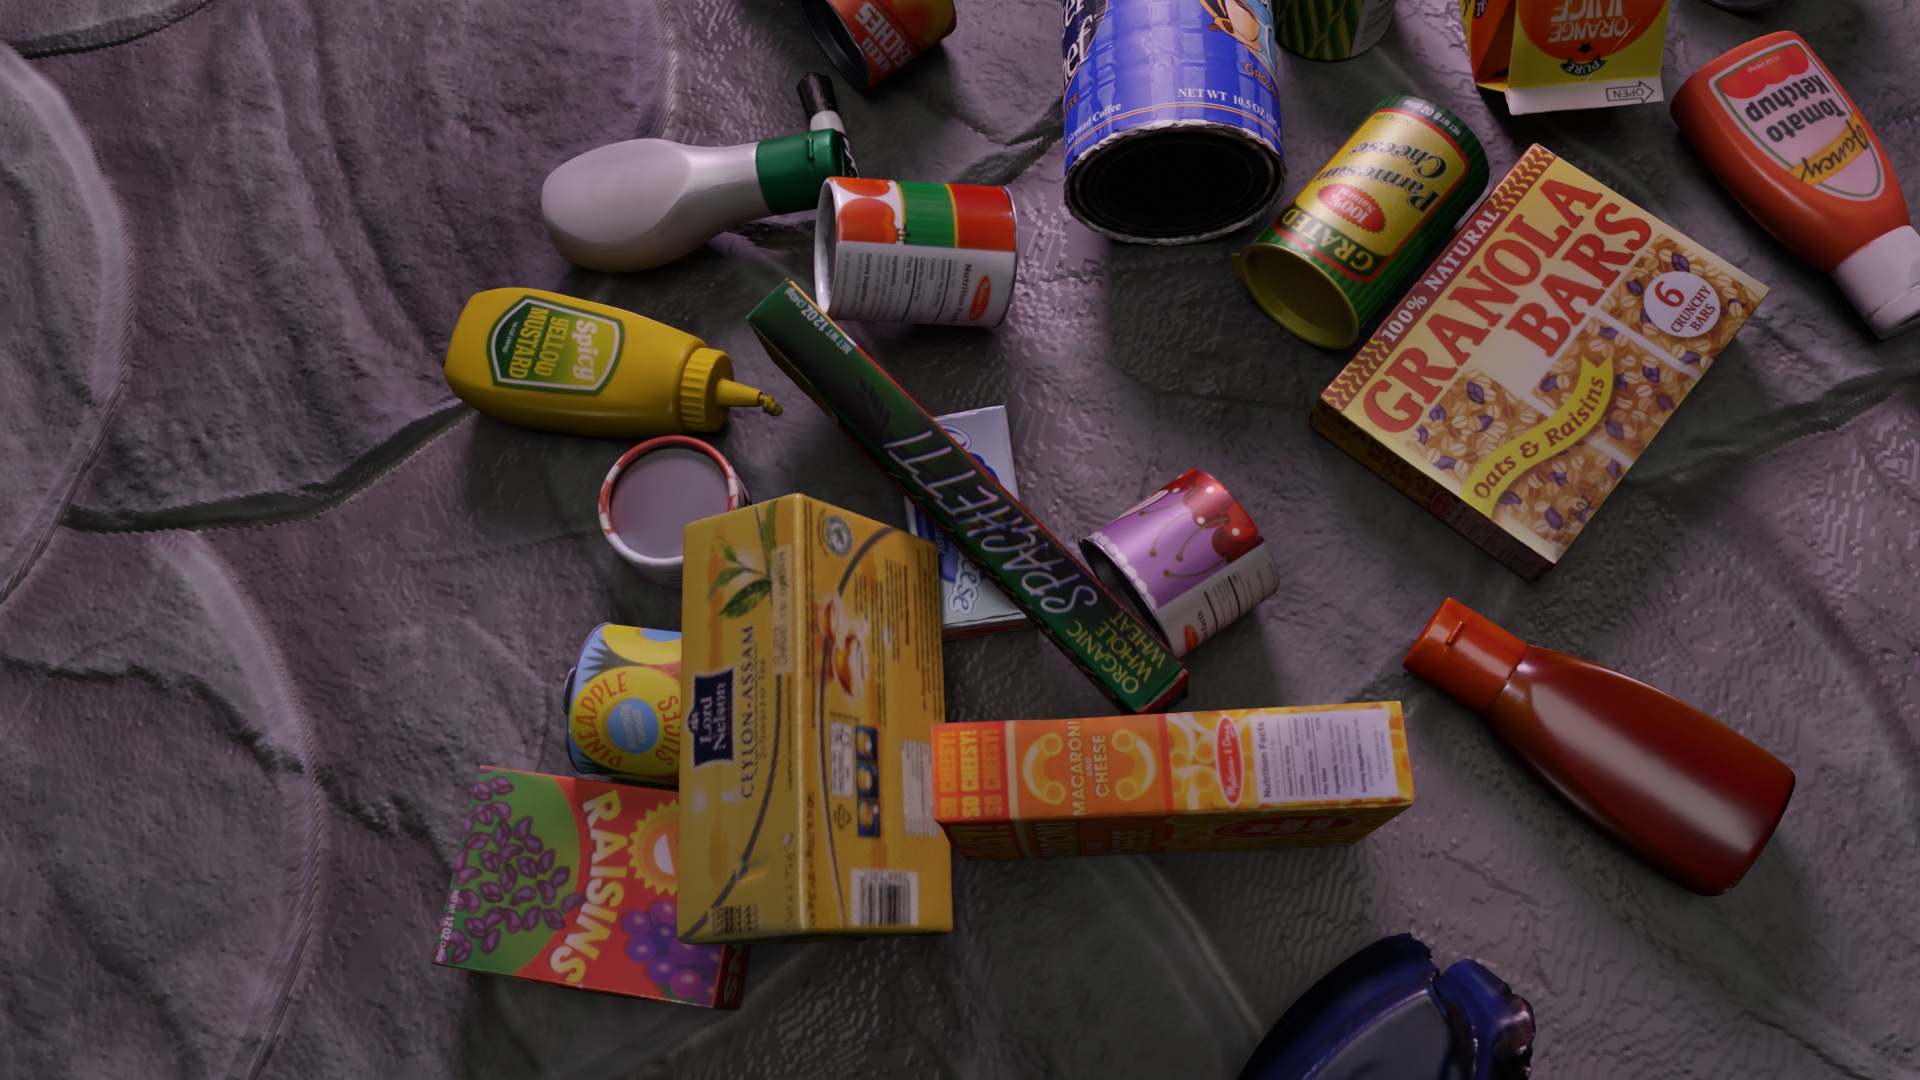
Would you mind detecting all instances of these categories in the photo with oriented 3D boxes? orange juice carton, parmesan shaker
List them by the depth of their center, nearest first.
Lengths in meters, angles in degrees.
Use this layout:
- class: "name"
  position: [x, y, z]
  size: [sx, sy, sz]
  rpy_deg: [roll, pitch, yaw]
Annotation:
- class: "parmesan shaker"
  position: [0.185, -0.150, 0.645]
  size: [0.071, 0.071, 0.103]
  rpy_deg: [39, 79, 16]
- class: "orange juice carton"
  position: [0.288, -0.293, 0.680]
  size: [0.072, 0.073, 0.193]
  rpy_deg: [-4, 72, 4]

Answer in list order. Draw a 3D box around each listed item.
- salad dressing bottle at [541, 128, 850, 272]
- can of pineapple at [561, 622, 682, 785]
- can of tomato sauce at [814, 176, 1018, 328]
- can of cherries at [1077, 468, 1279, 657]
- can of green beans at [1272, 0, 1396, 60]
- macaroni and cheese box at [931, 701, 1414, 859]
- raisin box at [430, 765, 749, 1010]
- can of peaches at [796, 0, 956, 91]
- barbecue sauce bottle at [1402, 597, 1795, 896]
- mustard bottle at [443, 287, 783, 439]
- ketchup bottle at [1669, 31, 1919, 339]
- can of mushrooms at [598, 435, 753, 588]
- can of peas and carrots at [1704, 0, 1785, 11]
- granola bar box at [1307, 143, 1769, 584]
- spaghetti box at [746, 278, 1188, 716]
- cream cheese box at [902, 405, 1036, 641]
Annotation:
- class: "salad dressing bottle"
  position: [-0.129, -0.171, 0.683]
  size: [0.147, 0.044, 0.064]
  rpy_deg: [-8, 73, 10]
- class: "can of pineapple"
  position: [-0.131, 0.072, 0.598]
  size: [0.058, 0.071, 0.071]
  rpy_deg: [6, 73, 7]
- class: "can of tomato sauce"
  position: [-0.023, -0.135, 0.647]
  size: [0.083, 0.071, 0.071]
  rpy_deg: [0, 71, -15]
- class: "can of cherries"
  position: [0.093, 0.009, 0.600]
  size: [0.058, 0.071, 0.071]
  rpy_deg: [-34, 72, -6]
- class: "can of green beans"
  position: [0.188, -0.284, 0.694]
  size: [0.071, 0.057, 0.071]
  rpy_deg: [-2, 72, 5]
- class: "macaroni and cheese box"
  position: [0.078, 0.098, 0.541]
  size: [0.166, 0.123, 0.040]
  rpy_deg: [-4, 71, 5]
- class: "raisin box"
  position: [-0.150, 0.147, 0.591]
  size: [0.123, 0.040, 0.086]
  rpy_deg: [6, 71, 8]
- class: "can of peaches"
  position: [-0.042, -0.272, 0.706]
  size: [0.058, 0.071, 0.071]
  rpy_deg: [-36, 72, -7]
- class: "barbecue sauce bottle"
  position: [0.257, 0.079, 0.574]
  size: [0.149, 0.043, 0.065]
  rpy_deg: [34, 78, 15]
- class: "mustard bottle"
  position: [-0.161, -0.079, 0.662]
  size: [0.160, 0.048, 0.065]
  rpy_deg: [10, 74, 9]
- class: "ketchup bottle"
  position: [0.397, -0.163, 0.642]
  size: [0.065, 0.043, 0.149]
  rpy_deg: [-24, 72, -3]
- class: "can of mushrooms"
  position: [-0.131, -0.016, 0.647]
  size: [0.071, 0.033, 0.071]
  rpy_deg: [-2, 72, 6]
- class: "can of peas and carrots"
  position: [0.391, -0.305, 0.675]
  size: [0.071, 0.070, 0.059]
  rpy_deg: [33, 77, 15]
- class: "granola bar box"
  position: [0.259, -0.082, 0.629]
  size: [0.124, 0.039, 0.166]
  rpy_deg: [39, 79, 15]
- class: "spaghetti box"
  position: [0.000, -0.018, 0.599]
  size: [0.029, 0.050, 0.250]
  rpy_deg: [-43, 73, -6]
- class: "cream cheese box"
  position: [0.002, -0.008, 0.636]
  size: [0.053, 0.024, 0.104]
  rpy_deg: [-9, 71, 2]
